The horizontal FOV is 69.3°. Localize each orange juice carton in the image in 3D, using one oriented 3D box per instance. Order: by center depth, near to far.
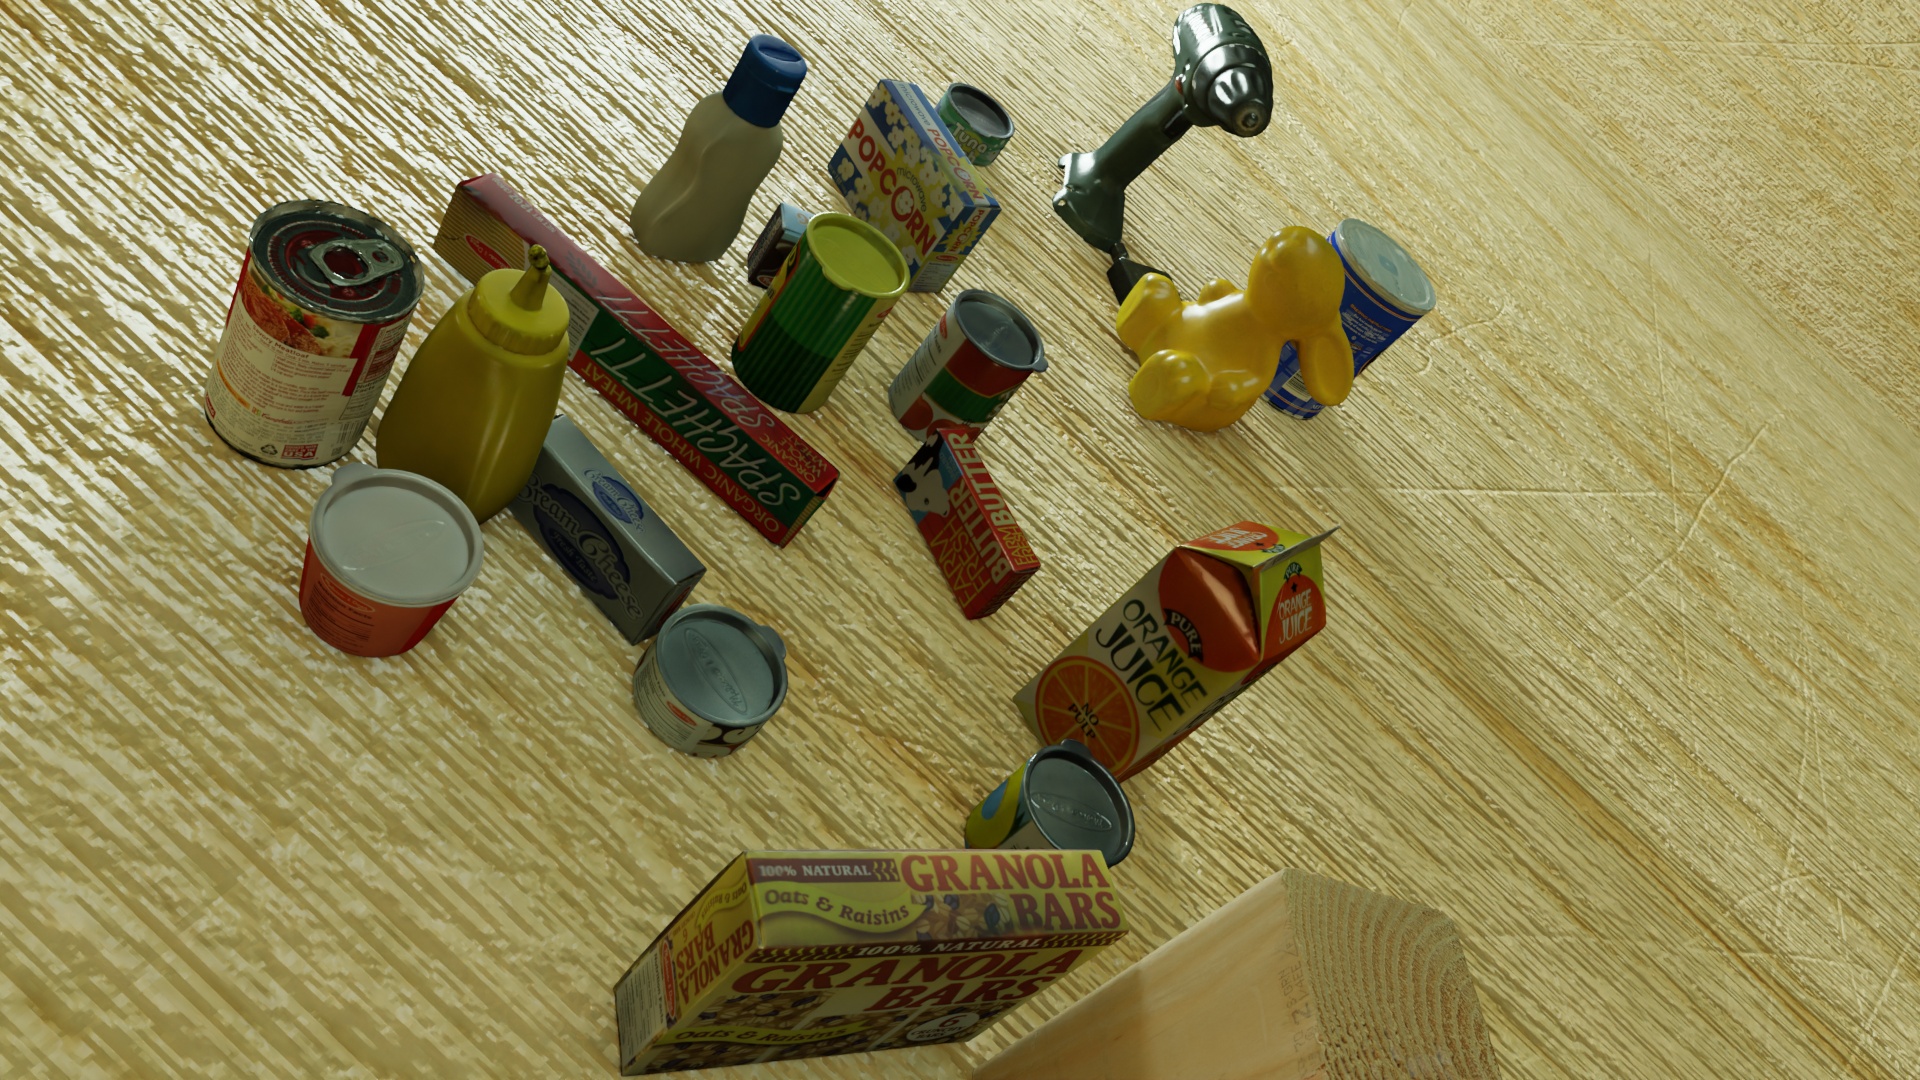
[{"bbox_3d":[0.119,0.055,0.733,0.072,0.191,0.073,-16,65,-48],"label":"orange juice carton"}]

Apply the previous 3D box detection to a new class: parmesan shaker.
[{"bbox_3d":[-0.084,-0.129,0.806,0.071,0.102,0.072,23,42,-22],"label":"parmesan shaker"}]

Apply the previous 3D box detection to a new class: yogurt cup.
[{"bbox_3d":[-0.240,0.012,0.578,0.072,0.053,0.073,23,42,-22],"label":"yogurt cup"}]

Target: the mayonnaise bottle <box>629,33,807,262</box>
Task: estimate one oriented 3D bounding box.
[{"bbox_3d":[-0.139,-0.228,0.817,0.065,0.147,0.041,-5,57,-43],"label":"mayonnaise bottle"}]

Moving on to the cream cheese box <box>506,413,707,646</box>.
[{"bbox_3d":[-0.171,-0.005,0.654,0.104,0.053,0.024,47,38,6],"label":"cream cheese box"}]

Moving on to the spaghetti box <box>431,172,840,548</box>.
[{"bbox_3d":[-0.172,-0.095,0.741,0.250,0.050,0.029,41,38,-1],"label":"spaghetti box"}]

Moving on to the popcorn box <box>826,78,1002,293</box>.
[{"bbox_3d":[-0.035,-0.249,0.976,0.038,0.084,0.127,-8,60,-45],"label":"popcorn box"}]

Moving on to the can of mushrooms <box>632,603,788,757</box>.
[{"bbox_3d":[-0.116,0.065,0.651,0.071,0.033,0.071,23,42,-22],"label":"can of mushrooms"}]

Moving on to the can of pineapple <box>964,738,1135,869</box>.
[{"bbox_3d":[0.044,0.144,0.693,0.071,0.057,0.071,23,42,-22],"label":"can of pineapple"}]

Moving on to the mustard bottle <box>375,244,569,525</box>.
[{"bbox_3d":[-0.203,-0.069,0.601,0.065,0.159,0.049,44,38,2],"label":"mustard bottle"}]

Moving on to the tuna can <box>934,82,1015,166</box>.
[{"bbox_3d":[0.009,-0.341,1.144,0.071,0.032,0.071,23,42,-22],"label":"tuna can"}]

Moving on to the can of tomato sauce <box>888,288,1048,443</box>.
[{"bbox_3d":[0.004,-0.105,0.875,0.071,0.082,0.071,23,42,-22],"label":"can of tomato sauce"}]

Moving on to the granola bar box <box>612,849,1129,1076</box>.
[{"bbox_3d":[-0.036,0.165,0.550,0.166,0.123,0.039,9,49,-35],"label":"granola bar box"}]

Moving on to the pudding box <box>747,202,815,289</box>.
[{"bbox_3d":[-0.089,-0.178,0.892,0.084,0.049,0.030,15,46,-30],"label":"pudding box"}]

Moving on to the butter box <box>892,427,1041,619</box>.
[{"bbox_3d":[0.003,-0.010,0.808,0.024,0.053,0.104,-5,57,-43],"label":"butter box"}]
